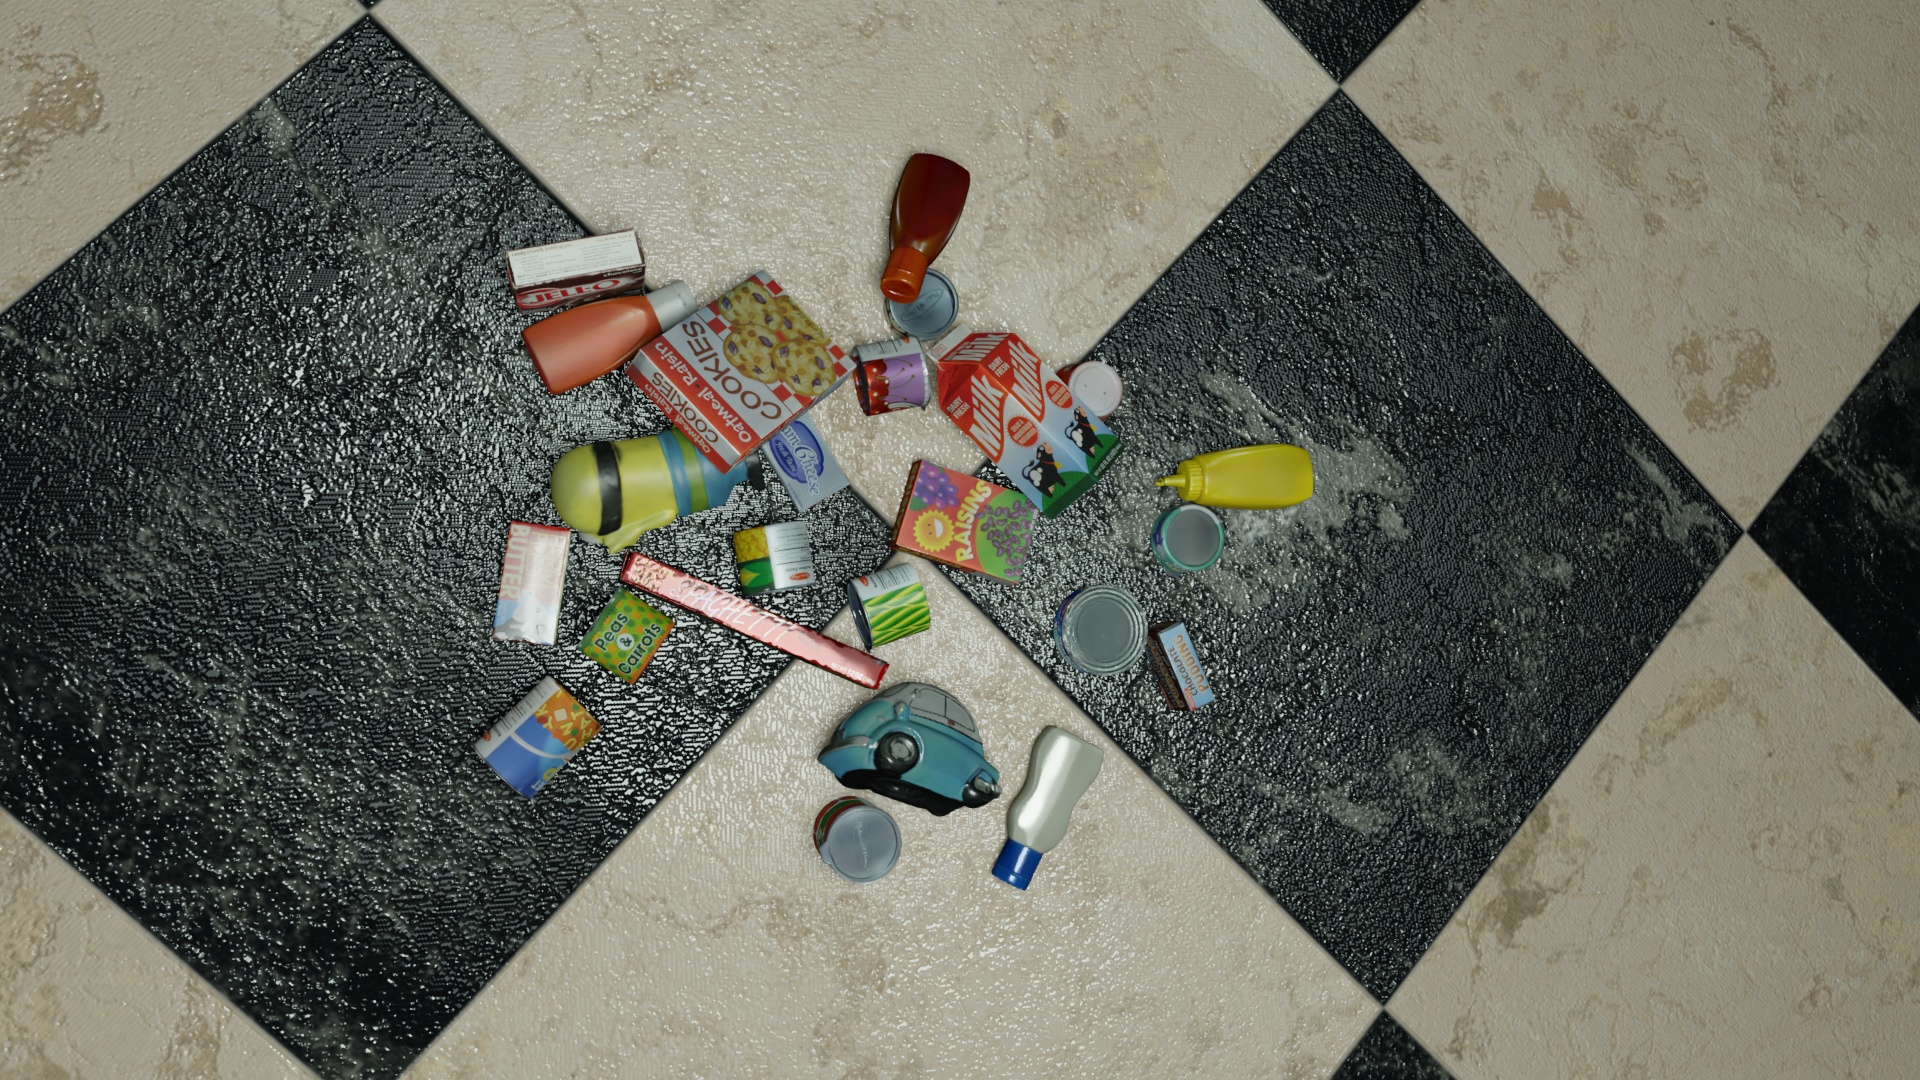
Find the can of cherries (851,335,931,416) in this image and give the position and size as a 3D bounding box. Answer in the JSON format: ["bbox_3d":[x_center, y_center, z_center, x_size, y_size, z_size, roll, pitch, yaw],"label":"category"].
[{"bbox_3d":[-0.064,-0.148,1.273,0.058,0.071,0.071,-12,89,-14],"label":"can of cherries"}]

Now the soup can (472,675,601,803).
[{"bbox_3d":[-0.355,0.168,1.175,0.071,0.071,0.084,46,77,-7],"label":"soup can"}]

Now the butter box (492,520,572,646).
[{"bbox_3d":[-0.370,0.037,1.202,0.053,0.024,0.103,8,84,-14],"label":"butter box"}]

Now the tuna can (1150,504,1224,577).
[{"bbox_3d":[0.220,0.000,1.350,0.071,0.033,0.071,1,85,-14],"label":"tuna can"}]

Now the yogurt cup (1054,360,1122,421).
[{"bbox_3d":[0.120,-0.140,1.325,0.072,0.054,0.072,1,86,-13],"label":"yogurt cup"}]

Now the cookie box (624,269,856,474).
[{"bbox_3d":[-0.189,-0.149,1.213,0.123,0.040,0.168,46,48,-1],"label":"cookie box"}]

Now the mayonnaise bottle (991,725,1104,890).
[{"bbox_3d":[0.076,0.250,1.291,0.065,0.041,0.148,28,81,-9],"label":"mayonnaise bottle"}]

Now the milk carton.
[{"bbox_3d":[0.052,-0.119,1.281,0.190,0.073,0.073,46,43,-2],"label":"milk carton"}]

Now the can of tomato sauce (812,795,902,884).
[{"bbox_3d":[-0.094,0.263,1.224,0.071,0.083,0.071,1,86,-14],"label":"can of tomato sauce"}]

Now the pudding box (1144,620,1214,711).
[{"bbox_3d":[0.206,0.120,1.329,0.030,0.049,0.083,-23,92,-16],"label":"pudding box"}]

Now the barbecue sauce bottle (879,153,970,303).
[{"bbox_3d":[-0.037,-0.287,1.279,0.065,0.043,0.149,18,62,-4],"label":"barbecue sauce bottle"}]

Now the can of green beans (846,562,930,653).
[{"bbox_3d":[-0.065,0.059,1.256,0.058,0.071,0.071,-18,90,-15],"label":"can of green beans"}]

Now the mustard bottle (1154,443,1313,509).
[{"bbox_3d":[0.264,-0.061,1.358,0.160,0.048,0.065,-2,86,-14],"label":"mustard bottle"}]

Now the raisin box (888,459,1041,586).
[{"bbox_3d":[0.005,-0.016,1.294,0.123,0.040,0.086,18,82,-13],"label":"raisin box"}]

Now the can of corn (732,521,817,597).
[{"bbox_3d":[-0.167,0.017,1.236,0.071,0.071,0.058,-10,88,-15],"label":"can of corn"}]

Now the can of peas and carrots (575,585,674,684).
[{"bbox_3d":[-0.288,0.082,1.195,0.058,0.071,0.071,35,79,-10],"label":"can of peas and carrots"}]

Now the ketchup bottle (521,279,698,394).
[{"bbox_3d":[-0.305,-0.185,1.226,0.149,0.043,0.064,-27,99,-15],"label":"ketchup bottle"}]

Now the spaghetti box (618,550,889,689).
[{"bbox_3d":[-0.184,0.072,1.233,0.250,0.050,0.029,25,80,-11],"label":"spaghetti box"}]

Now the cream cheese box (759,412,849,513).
[{"bbox_3d":[-0.151,-0.082,1.267,0.053,0.024,0.103,-32,94,-15],"label":"cream cheese box"}]

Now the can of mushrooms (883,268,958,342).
[{"bbox_3d":[-0.039,-0.222,1.302,0.071,0.033,0.071,1,86,-14],"label":"can of mushrooms"}]
